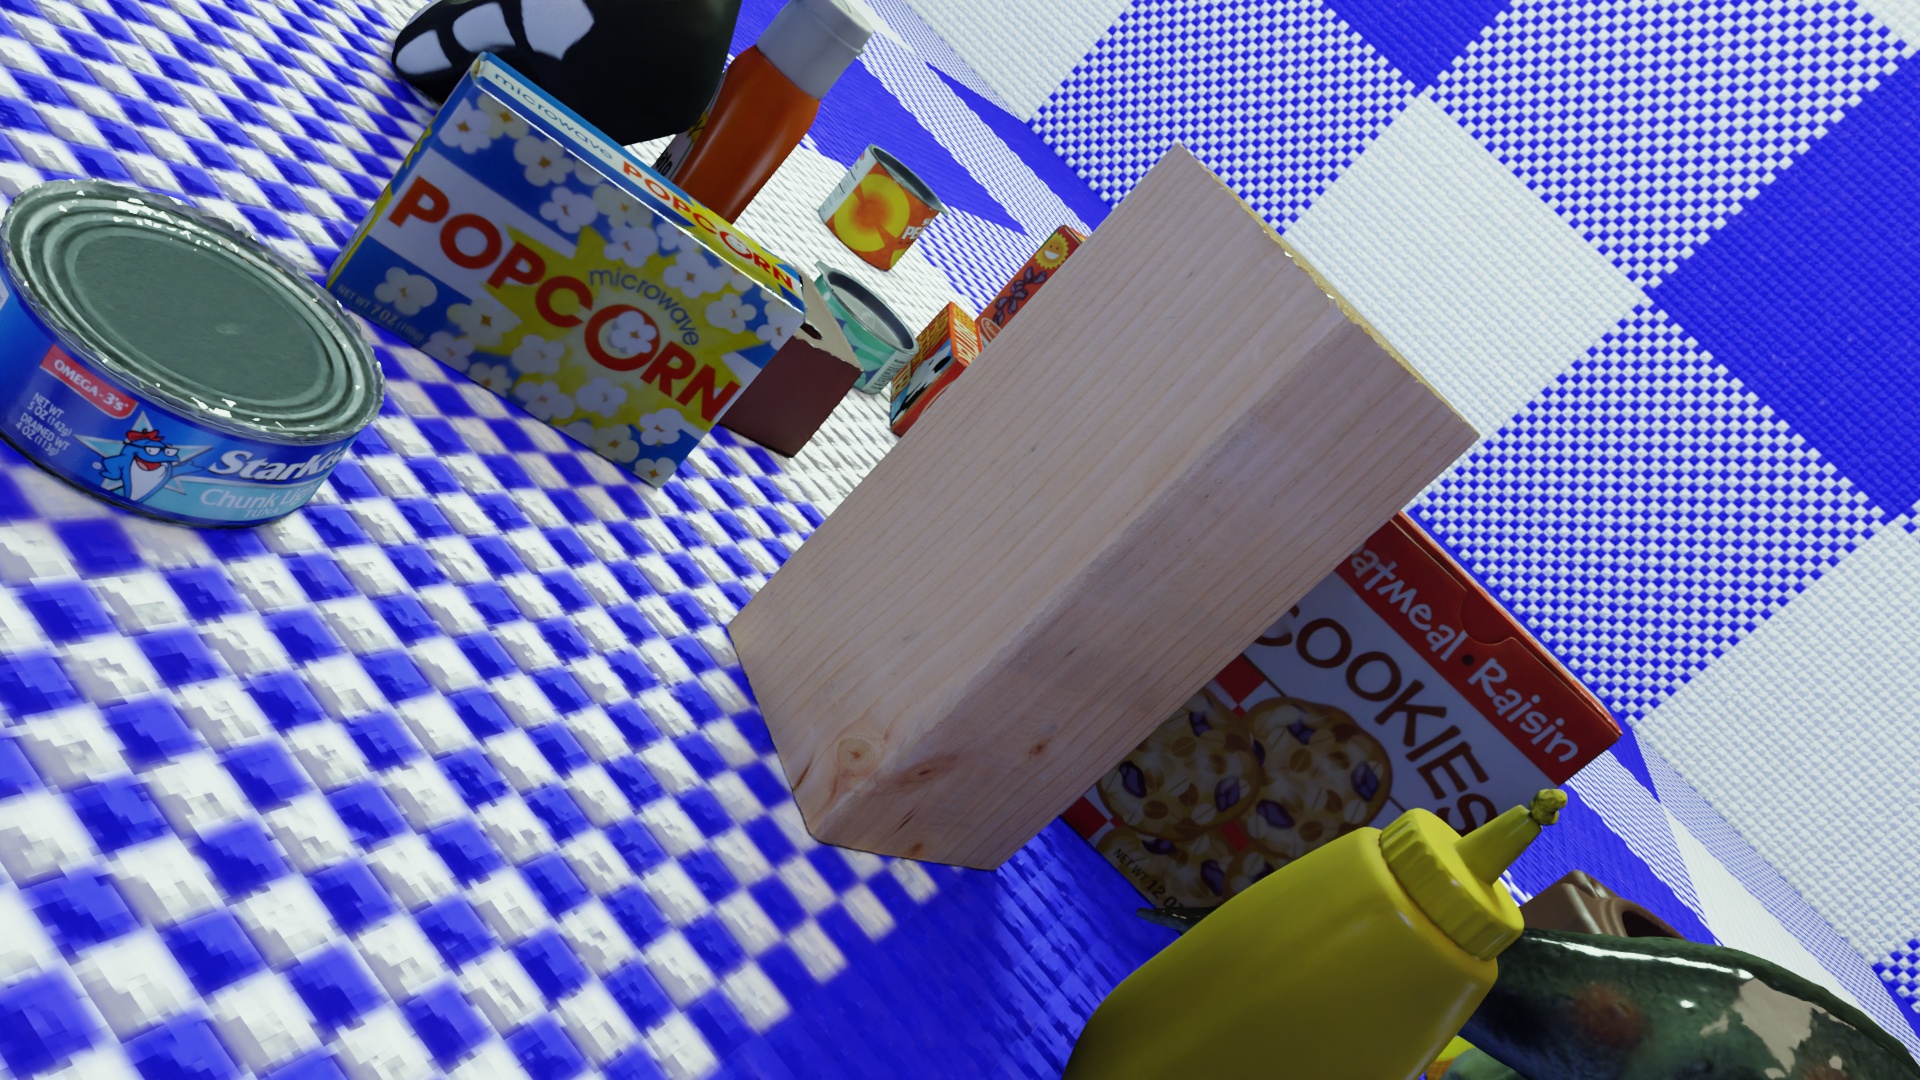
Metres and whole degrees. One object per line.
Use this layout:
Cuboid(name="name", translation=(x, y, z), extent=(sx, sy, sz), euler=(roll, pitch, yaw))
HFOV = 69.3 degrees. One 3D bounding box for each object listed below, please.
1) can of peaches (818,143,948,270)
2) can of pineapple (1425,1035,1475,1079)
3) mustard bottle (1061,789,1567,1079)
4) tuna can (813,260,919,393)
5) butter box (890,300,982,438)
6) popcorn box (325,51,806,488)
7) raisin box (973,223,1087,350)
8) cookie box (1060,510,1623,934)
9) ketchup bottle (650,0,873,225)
Cuboid(name="can of peaches", translation=(-0.053, -0.226, 0.953), extent=(0.071, 0.058, 0.071), euler=(39, 19, -16))
Cuboid(name="can of pineapple", translation=(0.236, 0.227, 0.575), extent=(0.071, 0.057, 0.071), euler=(39, 19, -16))
Cuboid(name="mustard bottle", translation=(0.097, 0.116, 0.364), extent=(0.065, 0.160, 0.049), euler=(41, 18, -10))
Cuboid(name="tuna can", translation=(-0.059, -0.113, 0.736), extent=(0.071, 0.032, 0.071), euler=(38, 19, -16))
Cuboid(name="butter box", translation=(-0.013, -0.091, 0.752), extent=(0.024, 0.053, 0.104), euler=(38, 19, -18))
Cuboid(name="popcorn box", translation=(-0.126, -0.085, 0.456), extent=(0.126, 0.085, 0.038), euler=(33, 21, -30))
Cuboid(name="raisin box", translation=(0.050, -0.128, 0.851), extent=(0.040, 0.123, 0.086), euler=(52, 20, 22))
Cuboid(name="cookie box", translation=(0.130, 0.076, 0.509), extent=(0.123, 0.167, 0.040), euler=(44, 18, 1))
Cuboid(name="ketchup bottle", translation=(-0.098, -0.178, 0.613), extent=(0.043, 0.148, 0.065), euler=(34, 20, -28))
